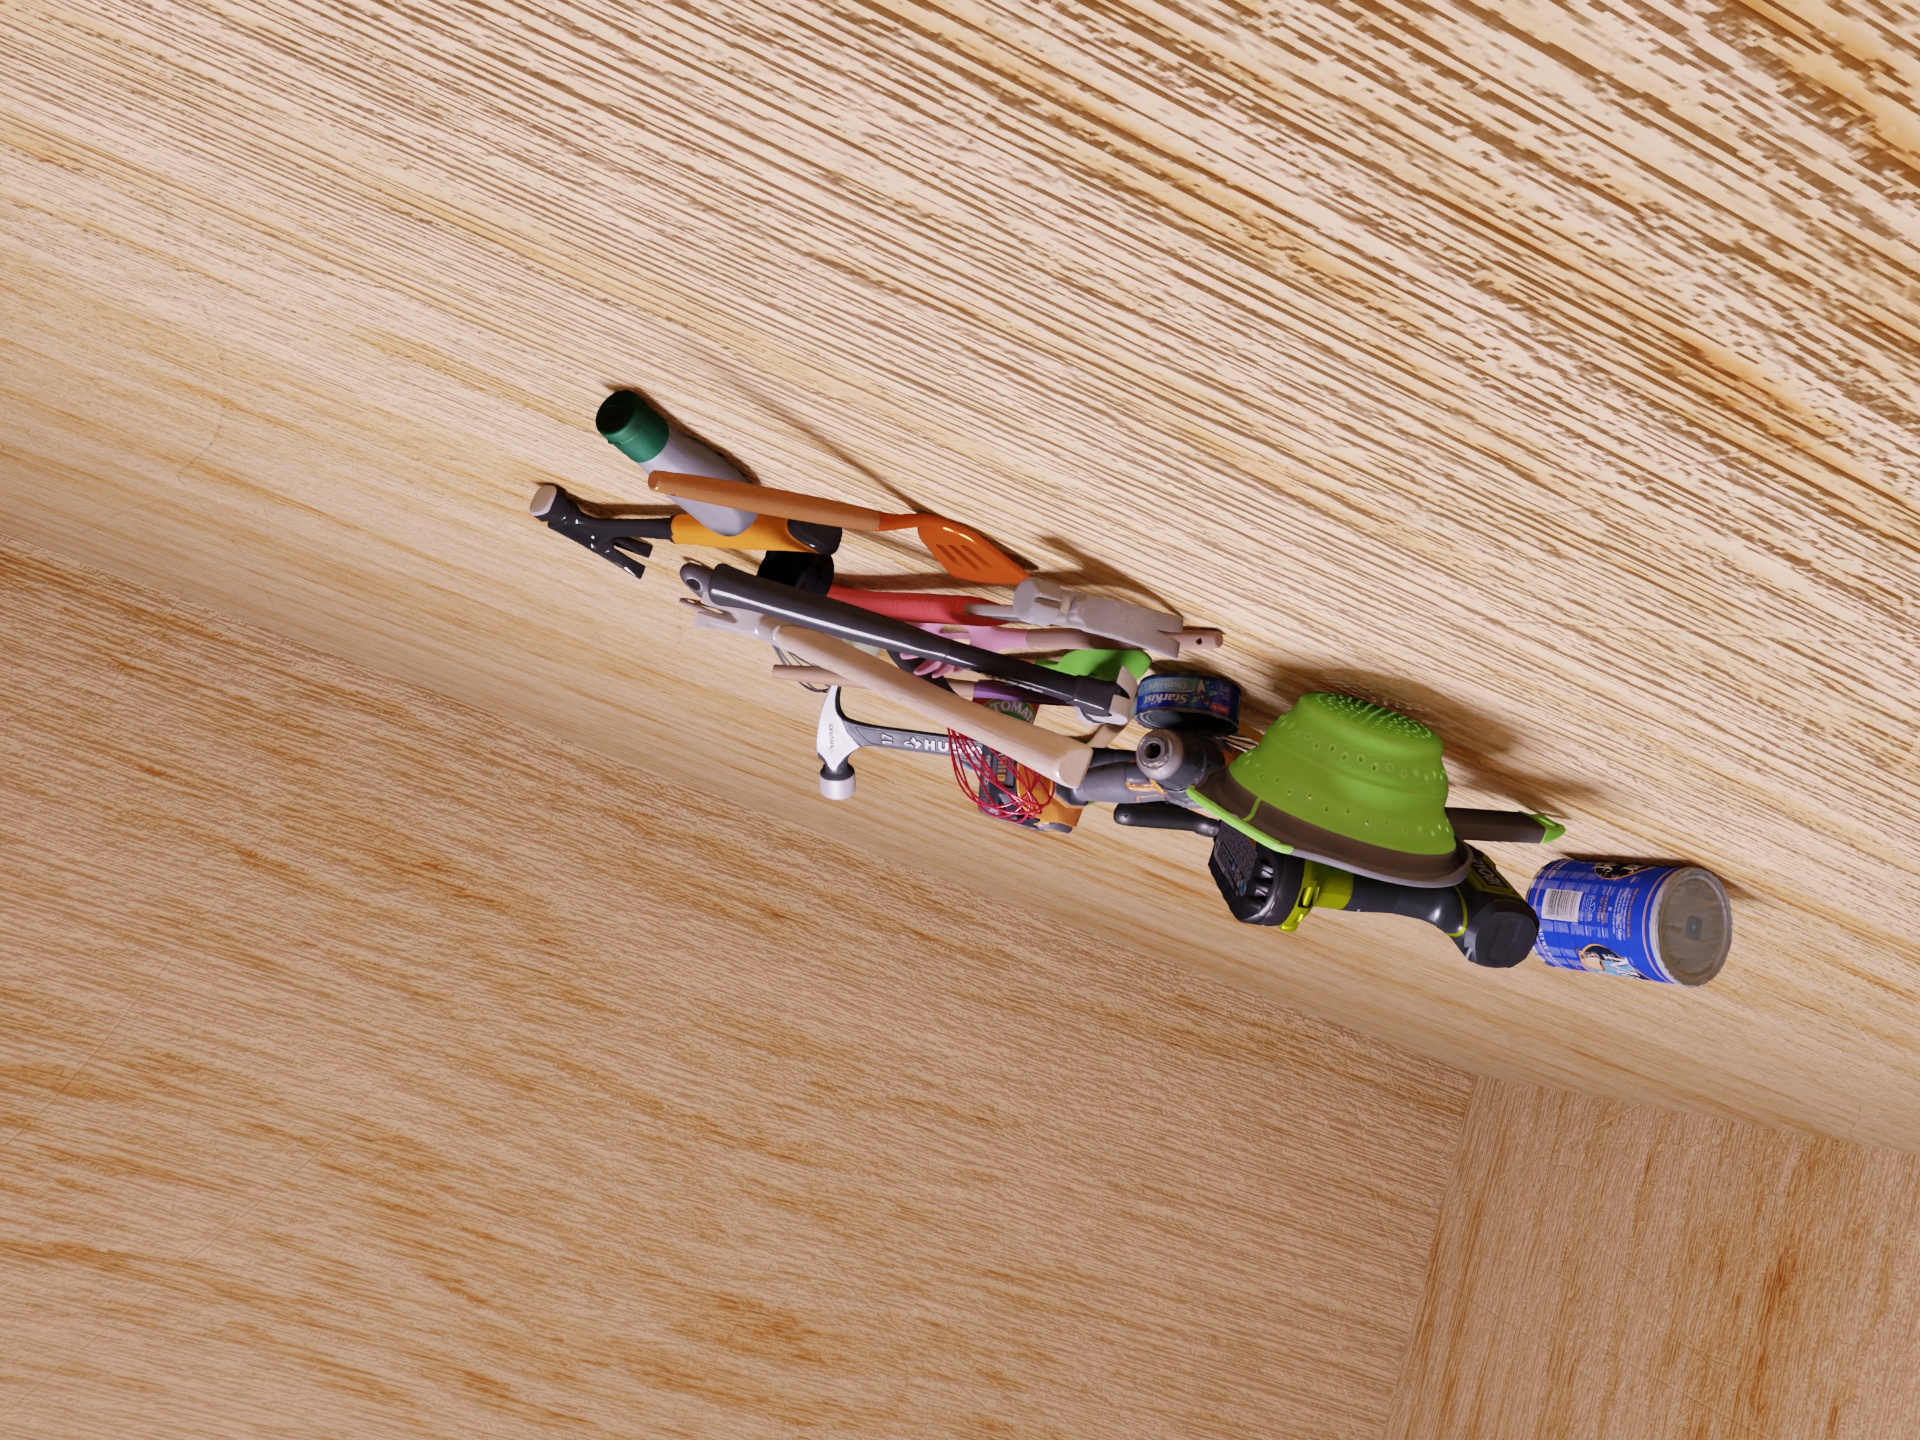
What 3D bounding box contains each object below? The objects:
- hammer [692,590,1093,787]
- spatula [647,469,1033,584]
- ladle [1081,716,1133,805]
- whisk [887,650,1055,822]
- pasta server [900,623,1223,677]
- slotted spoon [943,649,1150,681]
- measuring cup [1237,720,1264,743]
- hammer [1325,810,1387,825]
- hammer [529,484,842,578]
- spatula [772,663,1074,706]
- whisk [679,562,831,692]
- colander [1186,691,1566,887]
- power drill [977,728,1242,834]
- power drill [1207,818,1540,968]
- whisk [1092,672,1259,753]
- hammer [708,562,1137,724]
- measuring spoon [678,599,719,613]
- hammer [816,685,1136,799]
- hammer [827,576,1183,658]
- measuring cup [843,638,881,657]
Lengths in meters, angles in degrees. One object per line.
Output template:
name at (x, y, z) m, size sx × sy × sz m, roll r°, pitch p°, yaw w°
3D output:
hammer at (-0.054, -0.028, 1.254) m, size 0.146 × 0.038 × 0.411 m, roll 14°, pitch -173°, yaw -42°
spatula at (-0.077, -0.129, 1.074) m, size 0.081 × 0.041 × 0.322 m, roll 8°, pitch -177°, yaw 43°
ladle at (0.137, 0.029, 1.565) m, size 0.078 × 0.062 × 0.320 m, roll 17°, pitch 166°, yaw -2°
whisk at (-0.002, -0.004, 1.352) m, size 0.073 × 0.073 × 0.296 m, roll 28°, pitch -165°, yaw -39°
pasta server at (0.072, -0.064, 1.272) m, size 0.316 × 0.060 × 0.040 m, roll 4°, pitch -164°, yaw 44°
slotted spoon at (0.058, -0.046, 1.412) m, size 0.070 × 0.031 × 0.314 m, roll 17°, pitch 172°, yaw -30°
measuring cup at (0.260, 0.004, 1.347) m, size 0.156 × 0.029 × 0.062 m, roll 27°, pitch 162°, yaw 13°
hammer at (0.303, 0.083, 1.492) m, size 0.033 × 0.128 × 0.331 m, roll 66°, pitch 163°, yaw -10°
hammer at (-0.216, -0.154, 1.316) m, size 0.337 × 0.034 × 0.127 m, roll 8°, pitch 163°, yaw 43°
spatula at (-0.013, -0.030, 1.438) m, size 0.316 × 0.018 × 0.060 m, roll 5°, pitch -169°, yaw 2°
whisk at (-0.190, -0.090, 1.551) m, size 0.055 × 0.055 × 0.238 m, roll 8°, pitch 160°, yaw 42°
colander at (0.356, 0.044, 1.231) m, size 0.396 × 0.094 × 0.205 m, roll 5°, pitch -161°, yaw -37°
power drill at (0.126, 0.046, 1.334) m, size 0.226 × 0.084 × 0.185 m, roll -2°, pitch 167°, yaw 31°
power drill at (0.318, 0.118, 1.252) m, size 0.223 × 0.080 × 0.171 m, roll 11°, pitch -161°, yaw -10°
whisk at (0.218, 0.014, 1.392) m, size 0.246 × 0.059 × 0.058 m, roll 22°, pitch -164°, yaw 2°
hammer at (-0.026, -0.058, 1.198) m, size 0.334 × 0.035 × 0.146 m, roll 17°, pitch 175°, yaw -7°
measuring spoon at (-0.241, -0.112, 1.615) m, size 0.124 × 0.018 × 0.034 m, roll 19°, pitch 172°, yaw 35°
hammer at (0.062, 0.028, 1.479) m, size 0.409 × 0.036 × 0.149 m, roll 7°, pitch 122°, yaw 12°
hammer at (0.003, -0.086, 1.255) m, size 0.149 × 0.037 × 0.359 m, roll 12°, pitch 178°, yaw -38°
measuring cup at (-0.103, -0.074, 1.496) m, size 0.083 × 0.038 × 0.167 m, roll 22°, pitch 170°, yaw -15°
